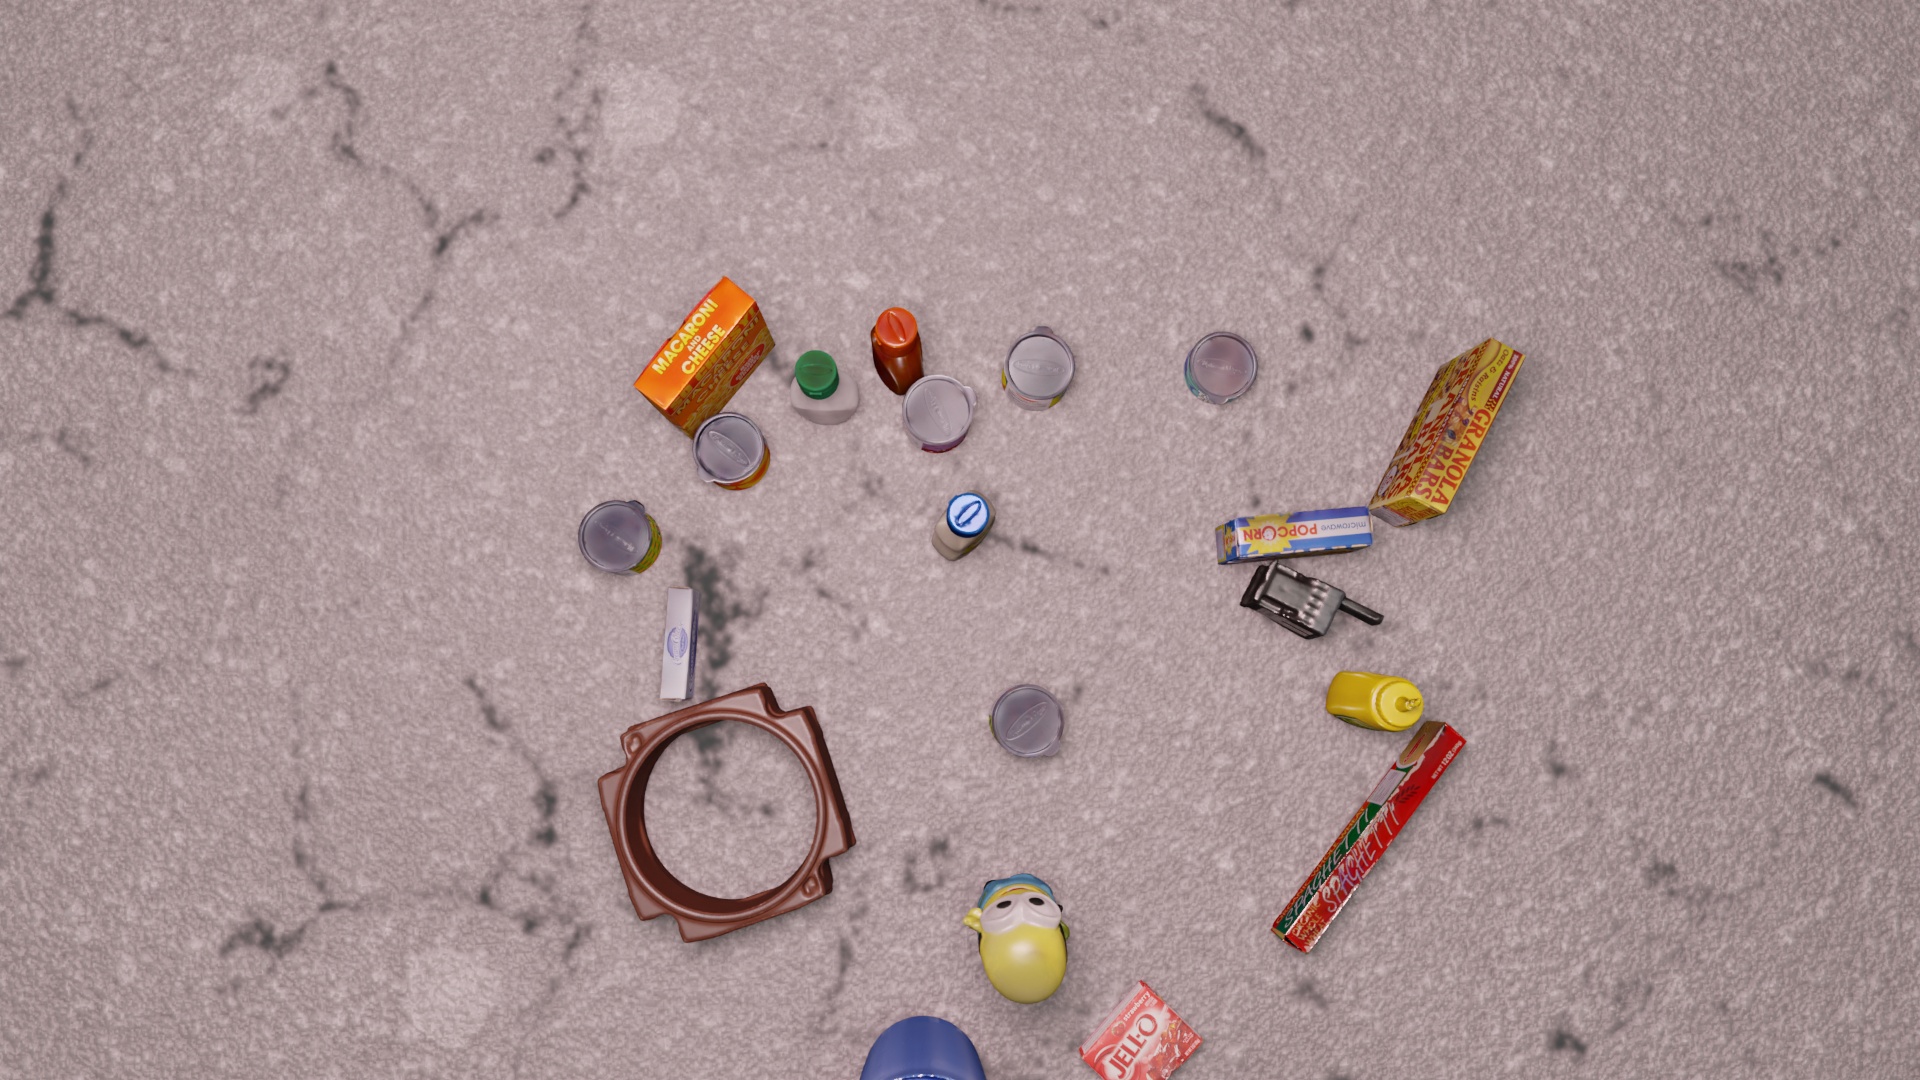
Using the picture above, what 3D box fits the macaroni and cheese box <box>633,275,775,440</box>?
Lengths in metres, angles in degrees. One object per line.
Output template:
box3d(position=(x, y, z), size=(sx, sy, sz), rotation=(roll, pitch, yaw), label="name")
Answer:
box3d(position=(-0.227, -0.160, 1.249), size=(0.040, 0.166, 0.124), rotation=(38, 85, 2), label="macaroni and cheese box")

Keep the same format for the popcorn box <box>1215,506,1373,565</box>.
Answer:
box3d(position=(0.308, -0.004, 1.292), size=(0.127, 0.085, 0.038), rotation=(-5, 85, -2), label="popcorn box")

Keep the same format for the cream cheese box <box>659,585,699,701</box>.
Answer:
box3d(position=(-0.257, 0.095, 1.278), size=(0.024, 0.053, 0.104), rotation=(3, 84, -2), label="cream cheese box")

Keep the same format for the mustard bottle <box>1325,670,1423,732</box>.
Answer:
box3d(position=(0.376, 0.145, 1.241), size=(0.065, 0.160, 0.049), rotation=(18, 84, 0), label="mustard bottle")

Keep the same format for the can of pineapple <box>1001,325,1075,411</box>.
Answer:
box3d(position=(0.073, -0.161, 1.314), size=(0.071, 0.058, 0.071), rotation=(0, 84, -2), label="can of pineapple")

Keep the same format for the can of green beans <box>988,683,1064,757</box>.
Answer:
box3d(position=(0.060, 0.165, 1.279), size=(0.071, 0.058, 0.071), rotation=(0, 84, -2), label="can of green beans")

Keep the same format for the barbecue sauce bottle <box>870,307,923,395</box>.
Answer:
box3d(position=(-0.058, -0.176, 1.266), size=(0.044, 0.148, 0.065), rotation=(-25, 86, -4), label="barbecue sauce bottle")

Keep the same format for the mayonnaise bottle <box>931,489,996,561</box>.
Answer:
box3d(position=(0.004, -0.016, 1.251), size=(0.041, 0.148, 0.065), rotation=(45, 85, 3), label="mayonnaise bottle")

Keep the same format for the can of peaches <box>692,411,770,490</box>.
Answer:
box3d(position=(-0.214, -0.081, 1.296), size=(0.071, 0.058, 0.071), rotation=(0, 84, -2), label="can of peaches")

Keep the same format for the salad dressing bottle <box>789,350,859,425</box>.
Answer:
box3d(position=(-0.125, -0.138, 1.260), size=(0.064, 0.147, 0.044), rotation=(2, 85, -2), label="salad dressing bottle")

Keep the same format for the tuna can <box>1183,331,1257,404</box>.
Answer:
box3d(position=(0.249, -0.162, 1.333), size=(0.071, 0.033, 0.071), rotation=(0, 84, -2), label="tuna can")

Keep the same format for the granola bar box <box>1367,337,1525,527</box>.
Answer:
box3d(position=(0.447, -0.096, 1.287), size=(0.039, 0.124, 0.165), rotation=(29, 84, 1), label="granola bar box")

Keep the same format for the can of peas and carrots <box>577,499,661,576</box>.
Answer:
box3d(position=(-0.312, -0.003, 1.284), size=(0.071, 0.058, 0.071), rotation=(0, 84, -2), label="can of peas and carrots")

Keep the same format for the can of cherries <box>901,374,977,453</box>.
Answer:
box3d(position=(-0.019, -0.118, 1.306), size=(0.071, 0.058, 0.071), rotation=(0, 84, -2), label="can of cherries")

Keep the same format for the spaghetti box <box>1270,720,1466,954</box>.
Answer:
box3d(position=(0.376, 0.273, 1.283), size=(0.029, 0.050, 0.250), rotation=(39, 84, 2), label="spaghetti box")
